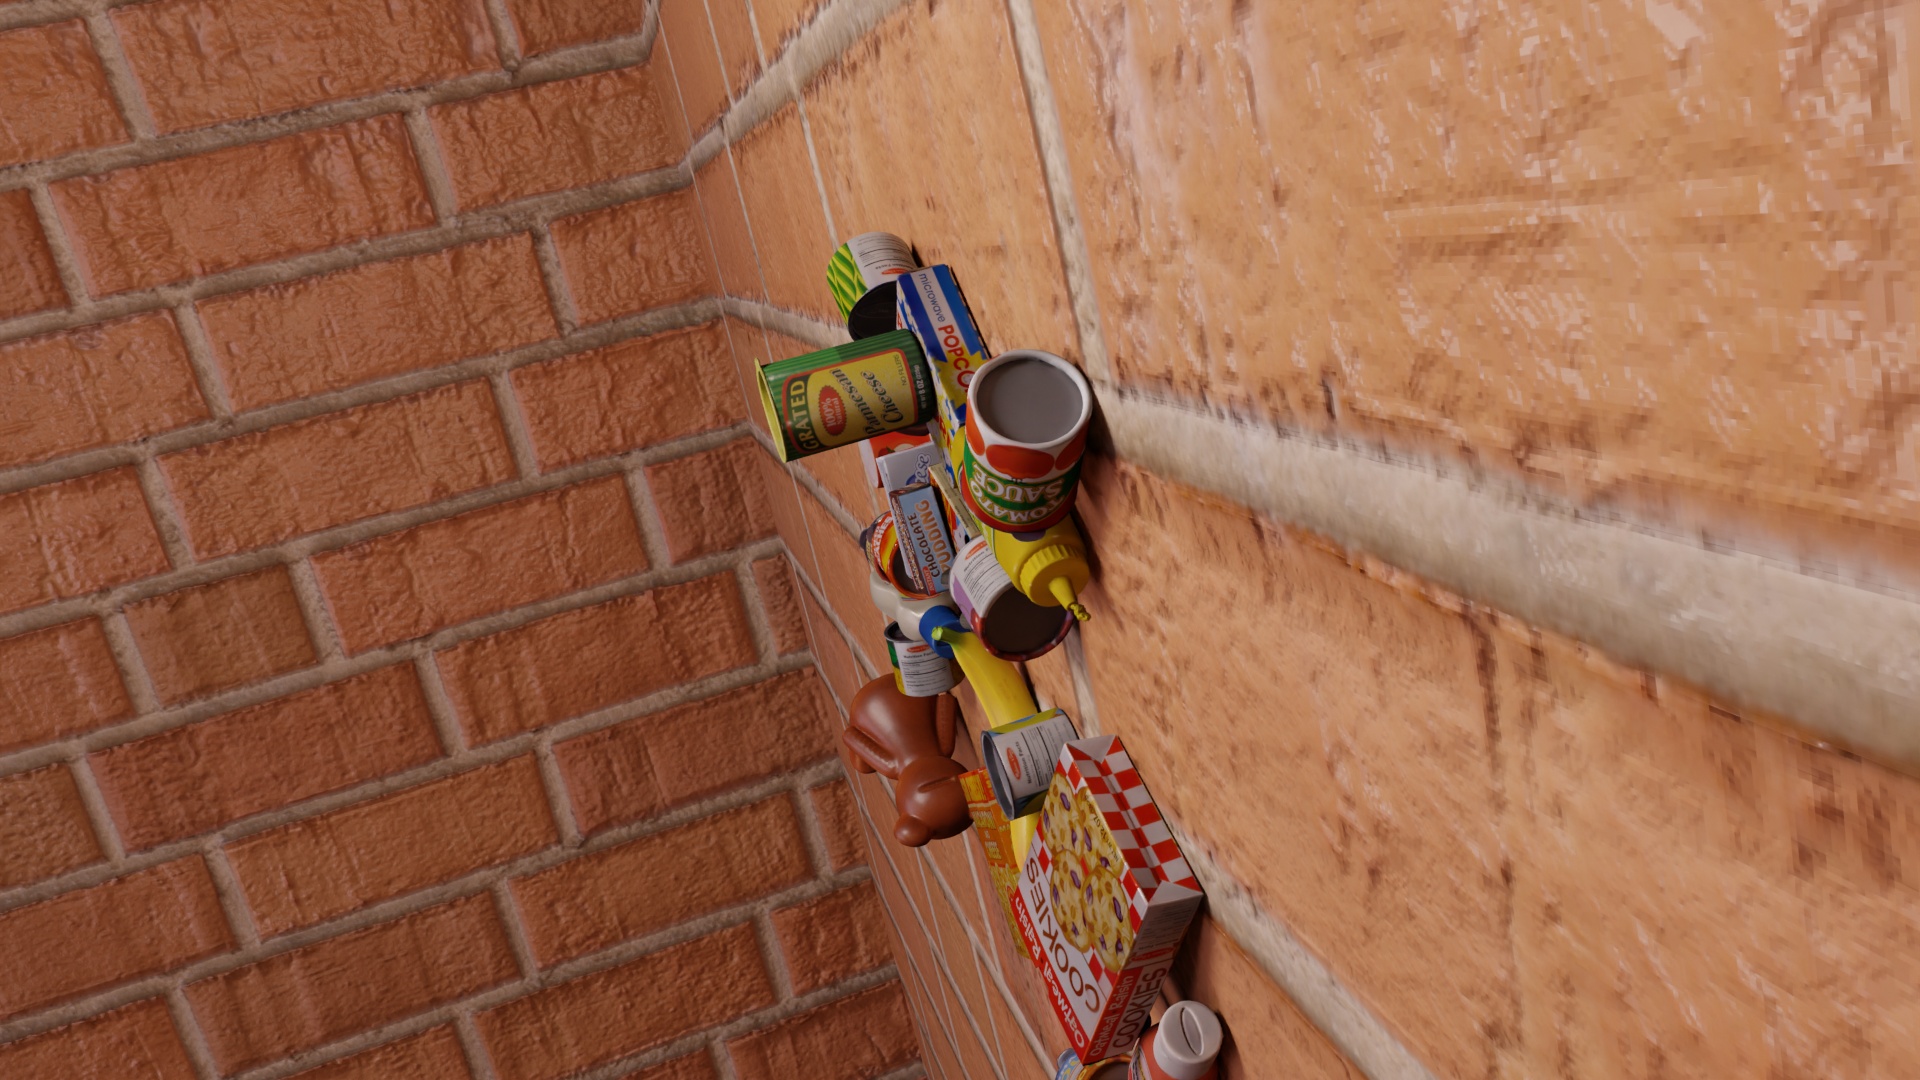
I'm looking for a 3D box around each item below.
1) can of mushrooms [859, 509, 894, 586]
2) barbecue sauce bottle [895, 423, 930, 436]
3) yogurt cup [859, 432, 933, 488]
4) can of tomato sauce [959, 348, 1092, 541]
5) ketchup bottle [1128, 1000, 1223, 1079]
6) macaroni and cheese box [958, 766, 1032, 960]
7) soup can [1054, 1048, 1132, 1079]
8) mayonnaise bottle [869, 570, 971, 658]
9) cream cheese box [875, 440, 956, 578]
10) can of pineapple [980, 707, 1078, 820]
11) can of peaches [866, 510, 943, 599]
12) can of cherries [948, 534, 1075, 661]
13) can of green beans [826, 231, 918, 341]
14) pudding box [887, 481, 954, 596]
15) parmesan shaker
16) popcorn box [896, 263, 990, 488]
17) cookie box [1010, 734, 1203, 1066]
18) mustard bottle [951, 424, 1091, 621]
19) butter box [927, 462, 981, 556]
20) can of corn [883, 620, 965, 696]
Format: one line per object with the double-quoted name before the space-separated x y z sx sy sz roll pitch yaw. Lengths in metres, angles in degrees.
"can of mushrooms" -0.052 0.007 1.233 0.033 0.071 0.070 -133 29 -62
"barbecue sauce bottle" -0.055 -0.146 1.072 0.043 0.065 0.149 -45 41 26
"yogurt cup" -0.052 -0.076 1.157 0.072 0.054 0.072 166 88 -78
"can of tomato sauce" 0.034 -0.051 0.746 0.082 0.071 0.071 94 157 -59
"ketchup bottle" 0.134 0.326 0.860 0.148 0.043 0.065 90 166 -53
"macaroni and cheese box" 0.050 0.273 1.195 0.123 0.040 0.166 124 129 -75
"soup can" 0.108 0.415 1.040 0.083 0.071 0.071 116 137 -72
"mayonnaise bottle" -0.032 0.060 1.244 0.148 0.065 0.041 -138 37 -61
"cream cheese box" -0.029 -0.025 1.119 0.024 0.053 0.103 -158 52 -73
"can of pineapple" 0.052 0.157 0.979 0.071 0.058 0.071 166 88 -79
"can of peaches" -0.039 0.009 1.173 0.058 0.071 0.071 -132 28 -63
"can of cherries" 0.034 0.036 0.880 0.058 0.071 0.071 -125 21 -54
"can of green beans" -0.058 -0.181 1.009 0.071 0.071 0.058 89 161 -52
"pudding box" -0.028 -0.002 1.075 0.049 0.030 0.083 -159 52 -77
"parmesan shaker" -0.076 -0.099 0.915 0.071 0.103 0.071 165 88 -79
"popcorn box" -0.007 -0.110 0.933 0.084 0.038 0.127 97 154 -61
"cookie box" 0.084 0.224 0.860 0.123 0.040 0.166 -118 31 -44
"mustard bottle" 0.040 -0.008 0.826 0.161 0.049 0.065 -118 14 -45
"butter box" 0.004 -0.013 1.055 0.104 0.024 0.052 -121 19 -50
"can of corn" -0.032 0.104 1.289 0.071 0.071 0.058 -135 31 -67
